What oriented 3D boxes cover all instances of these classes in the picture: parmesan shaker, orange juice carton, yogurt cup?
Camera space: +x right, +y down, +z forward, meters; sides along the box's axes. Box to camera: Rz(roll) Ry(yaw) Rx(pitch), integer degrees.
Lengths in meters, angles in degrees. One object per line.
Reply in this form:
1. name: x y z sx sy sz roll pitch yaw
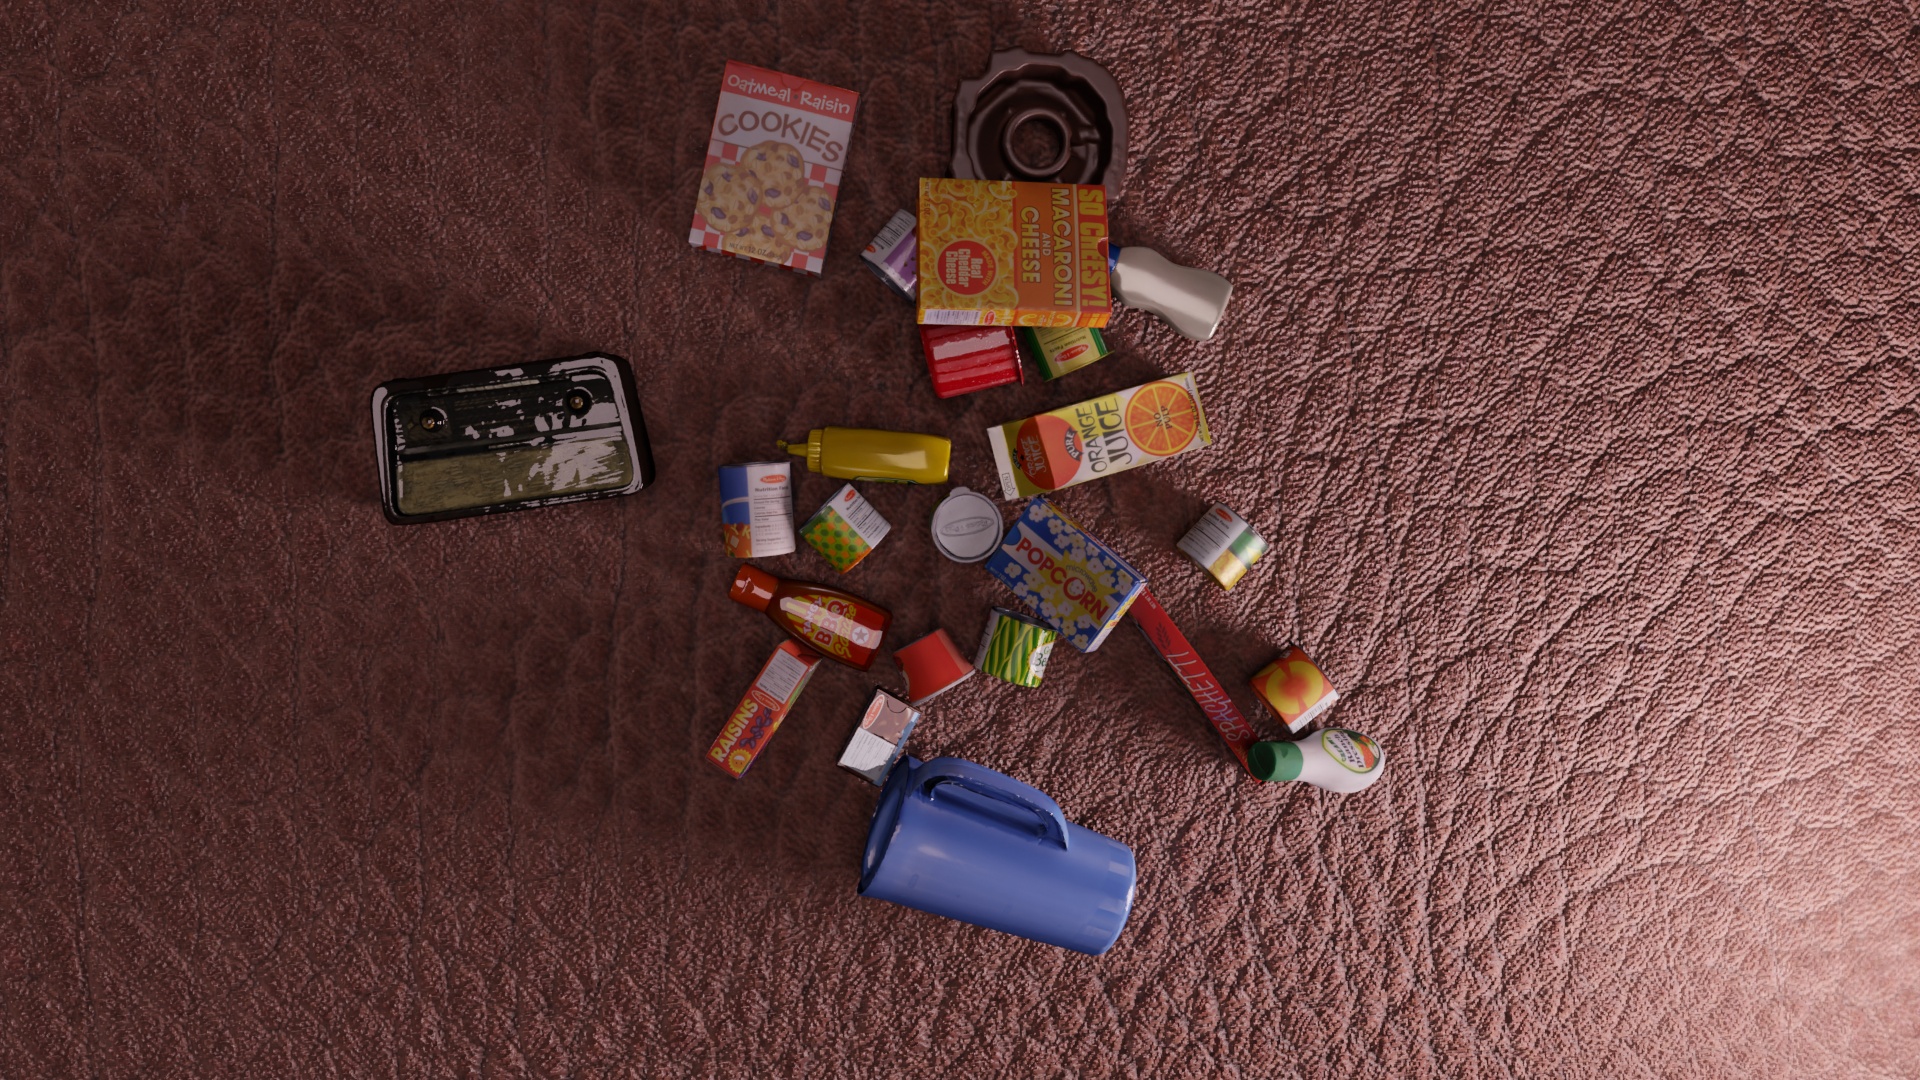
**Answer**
1. parmesan shaker: 0.090 -0.207 1.279 0.071 0.071 0.103 -24 95 -2
2. orange juice carton: 0.125 -0.097 1.286 0.193 0.073 0.071 -16 95 -3
3. yogurt cup: -0.028 0.116 1.296 0.072 0.072 0.054 -29 88 -2

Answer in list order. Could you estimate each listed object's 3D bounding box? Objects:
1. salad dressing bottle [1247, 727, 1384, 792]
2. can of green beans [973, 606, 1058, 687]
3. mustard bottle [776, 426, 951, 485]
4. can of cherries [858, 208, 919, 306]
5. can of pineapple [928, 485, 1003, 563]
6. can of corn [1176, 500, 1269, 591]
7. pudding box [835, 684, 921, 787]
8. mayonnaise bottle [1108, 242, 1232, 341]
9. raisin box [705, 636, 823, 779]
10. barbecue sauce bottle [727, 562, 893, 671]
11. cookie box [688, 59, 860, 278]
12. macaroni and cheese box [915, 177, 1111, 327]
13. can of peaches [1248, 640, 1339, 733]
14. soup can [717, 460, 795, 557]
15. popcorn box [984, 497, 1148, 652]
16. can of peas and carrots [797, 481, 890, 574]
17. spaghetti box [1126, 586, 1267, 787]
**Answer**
1. salad dressing bottle: 0.334 0.207 1.307 0.148 0.064 0.043 5 134 -34
2. can of green beans: 0.052 0.099 1.299 0.071 0.071 0.057 18 94 -5
3. mustard bottle: -0.090 -0.079 1.279 0.160 0.065 0.049 4 89 1
4. can of cherries: -0.048 -0.258 1.267 0.071 0.071 0.058 40 90 -6
5. can of pineapple: 0.005 -0.016 1.291 0.071 0.058 0.071 0 94 -5
6. can of corn: 0.248 0.007 1.309 0.071 0.071 0.058 43 91 -6
7. pudding box: -0.077 0.185 1.314 0.049 0.030 0.083 29 92 -5
8. mayonnaise bottle: 0.175 -0.242 1.297 0.148 0.041 0.064 24 91 -5
9. raisin box: -0.178 0.153 1.275 0.040 0.086 0.123 34 91 0
10. barbecue sauce bottle: -0.141 0.066 1.293 0.148 0.043 0.065 24 89 -5
11. cookie box: -0.168 -0.336 1.263 0.123 0.040 0.167 13 93 -5
12. macaroni and cheese box: 0.045 -0.250 1.211 0.167 0.040 0.124 0 76 -6
13. can of peaches: 0.315 0.140 1.323 0.058 0.071 0.071 -39 96 0
14. soup can: -0.188 -0.030 1.273 0.071 0.071 0.083 -4 96 -4
15. popcorn box: 0.097 0.031 1.279 0.127 0.038 0.085 41 108 18
16. can of peas and carrots: -0.108 -0.010 1.280 0.071 0.071 0.058 -44 97 0
17. spaghetti box: 0.218 0.125 1.322 0.028 0.050 0.250 -37 96 1
